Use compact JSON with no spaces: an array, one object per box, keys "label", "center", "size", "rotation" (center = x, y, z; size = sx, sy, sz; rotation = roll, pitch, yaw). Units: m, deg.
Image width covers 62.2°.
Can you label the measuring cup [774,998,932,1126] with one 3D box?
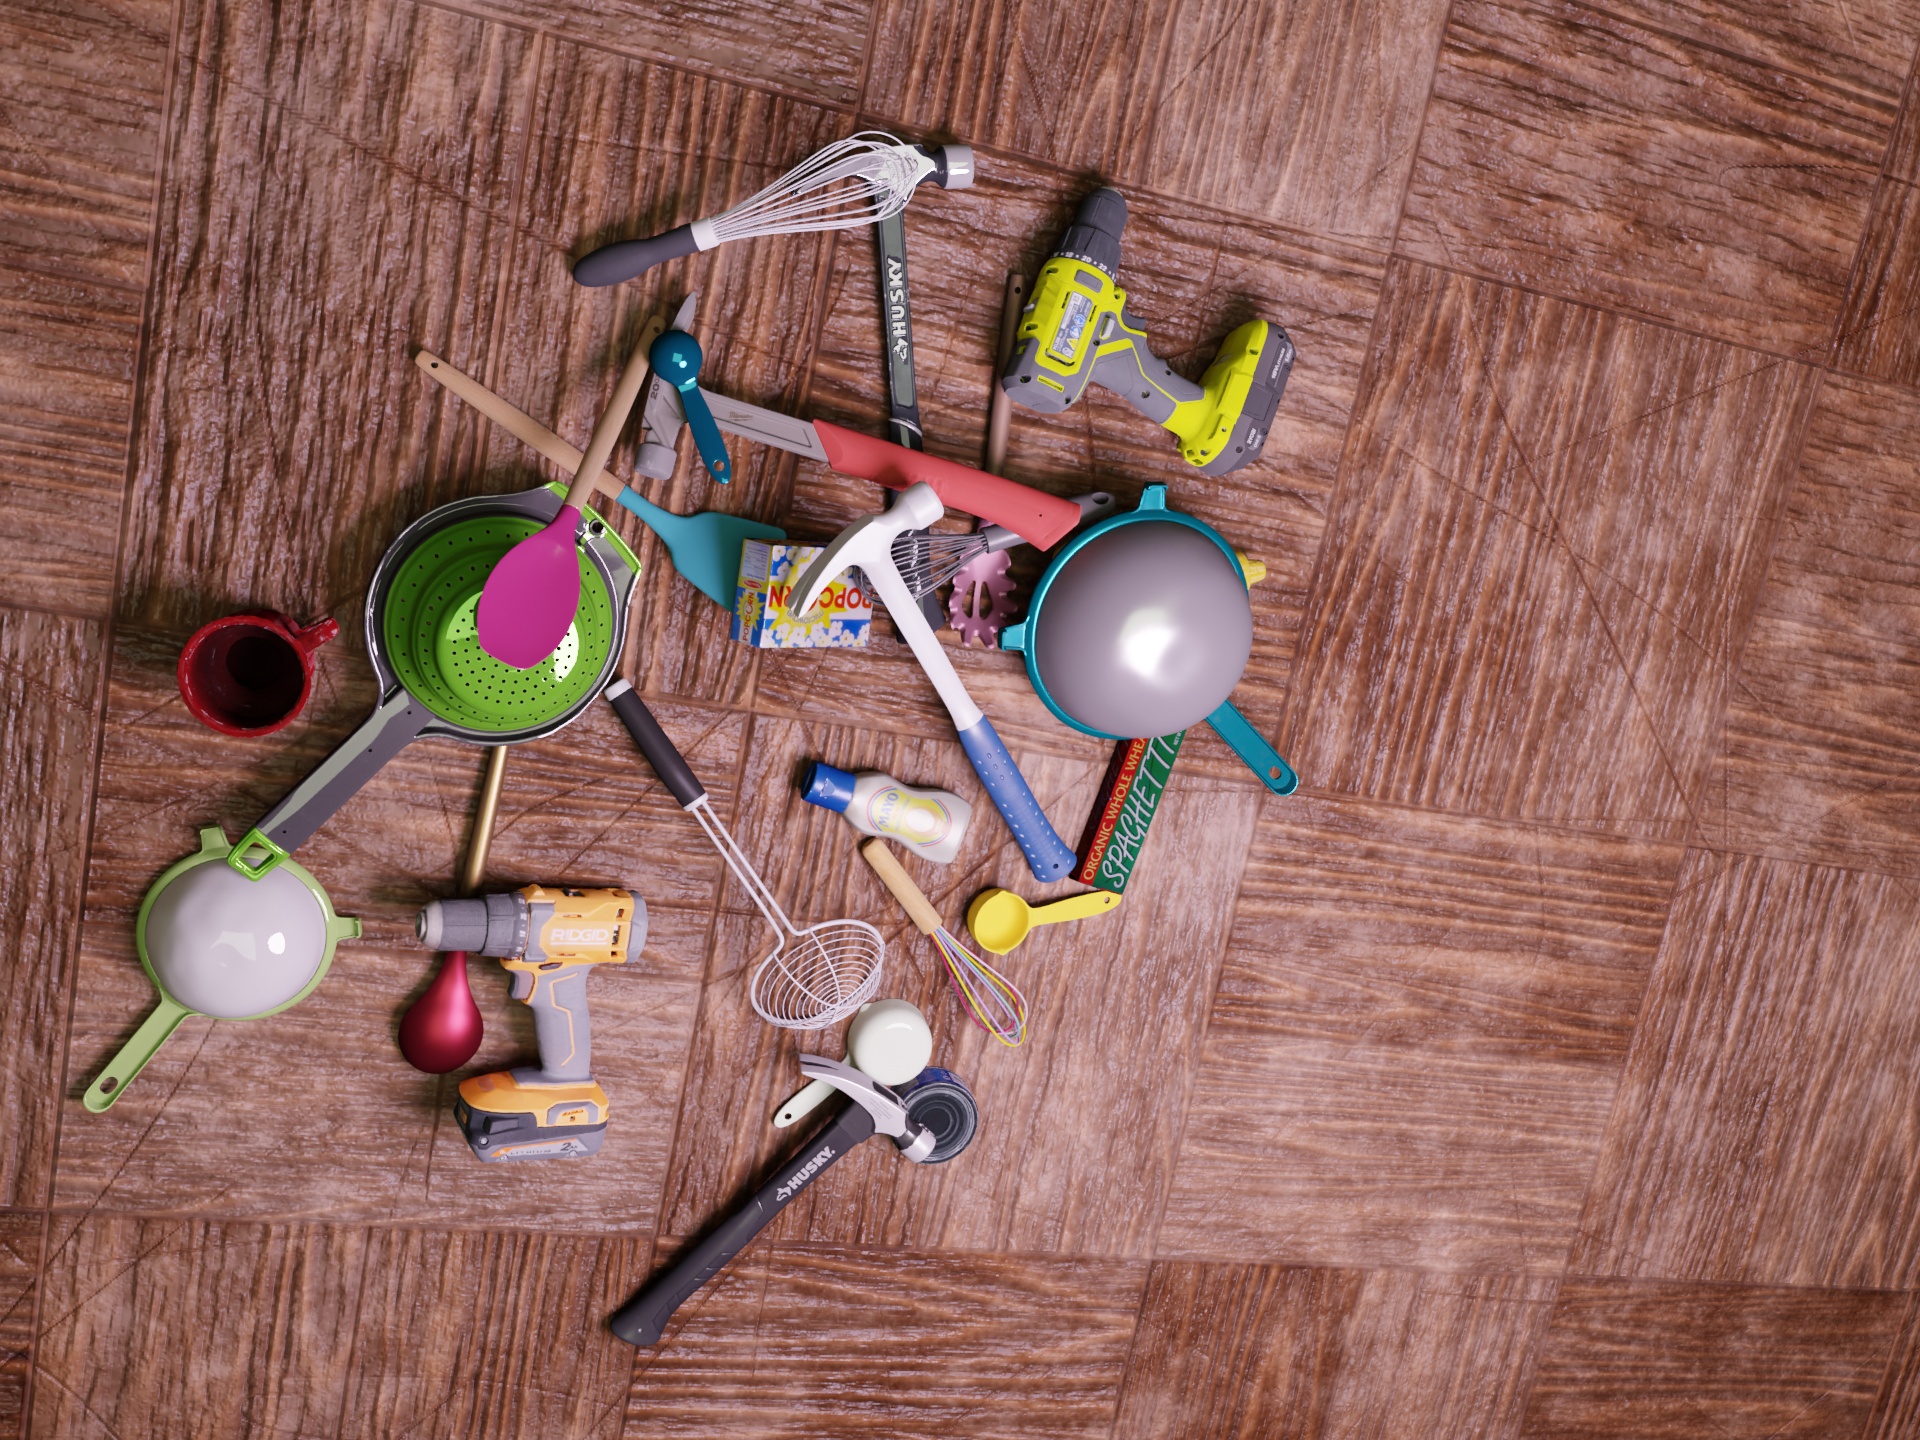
[{"label":"measuring cup","center":[-0.099,0.324,1.452],"size":[0.167,0.038,0.083],"rotation":[-37,109,-7]}]

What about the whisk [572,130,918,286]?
[{"label":"whisk","center":[-0.168,-0.389,1.238],"size":[0.284,0.070,0.070],"rotation":[-16,107,6]}]

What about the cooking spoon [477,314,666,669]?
[{"label":"cooking spoon","center":[-0.288,-0.182,1.216],"size":[0.068,0.017,0.319],"rotation":[29,65,-25]}]

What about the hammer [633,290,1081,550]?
[{"label":"hammer","center":[-0.073,-0.222,1.289],"size":[0.359,0.037,0.149],"rotation":[16,86,-8]}]

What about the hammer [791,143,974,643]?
[{"label":"hammer","center":[-0.052,-0.266,1.331],"size":[0.149,0.036,0.408],"rotation":[-7,105,-13]}]

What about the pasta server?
[{"label":"pasta server","center":[0.031,-0.221,1.363],"size":[0.060,0.040,0.316],"rotation":[5,100,-11]}]

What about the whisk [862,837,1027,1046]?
[{"label":"whisk","center":[-0.012,0.203,1.453],"size":[0.047,0.051,0.245],"rotation":[-43,107,-25]}]

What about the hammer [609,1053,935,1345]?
[{"label":"hammer","center":[-0.191,0.444,1.440],"size":[0.335,0.035,0.146],"rotation":[-43,107,4]}]

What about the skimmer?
[{"label":"skimmer","center":[-0.195,0.117,1.384],"size":[0.127,0.090,0.363],"rotation":[-34,99,-3]}]

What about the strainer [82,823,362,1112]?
[{"label":"strainer","center":[-0.615,0.220,1.268],"size":[0.151,0.069,0.256],"rotation":[41,88,-20]}]

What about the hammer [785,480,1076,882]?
[{"label":"hammer","center":[-0.002,-0.004,1.350],"size":[0.144,0.035,0.405],"rotation":[-34,124,-5]}]

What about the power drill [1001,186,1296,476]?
[{"label":"power drill","center":[0.164,-0.325,1.351],"size":[0.228,0.080,0.190],"rotation":[22,84,-18]}]

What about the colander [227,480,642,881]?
[{"label":"colander","center":[-0.412,-0.010,1.231],"size":[0.397,0.095,0.204],"rotation":[-45,118,-4]}]

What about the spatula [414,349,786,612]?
[{"label":"spatula","center":[-0.292,-0.201,1.274],"size":[0.317,0.044,0.082],"rotation":[33,77,-18]}]

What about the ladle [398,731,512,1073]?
[{"label":"ladle","center":[-0.412,0.154,1.334],"size":[0.069,0.031,0.315],"rotation":[11,98,-22]}]

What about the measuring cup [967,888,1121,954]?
[{"label":"measuring cup","center":[0.077,0.176,1.480],"size":[0.156,0.029,0.062],"rotation":[-8,105,-26]}]

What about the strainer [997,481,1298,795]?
[{"label":"strainer","center":[0.206,-0.027,1.370],"size":[0.211,0.095,0.340],"rotation":[-45,117,4]}]

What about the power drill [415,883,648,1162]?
[{"label":"power drill","center":[-0.367,0.247,1.324],"size":[0.185,0.084,0.226],"rotation":[6,99,-32]}]

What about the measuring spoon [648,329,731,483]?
[{"label":"measuring spoon","center":[-0.206,-0.246,1.240],"size":[0.042,0.021,0.128],"rotation":[-22,89,-8]}]

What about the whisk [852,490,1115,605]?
[{"label":"whisk","center":[0.023,-0.149,1.336],"size":[0.239,0.055,0.055],"rotation":[-20,107,-12]}]
